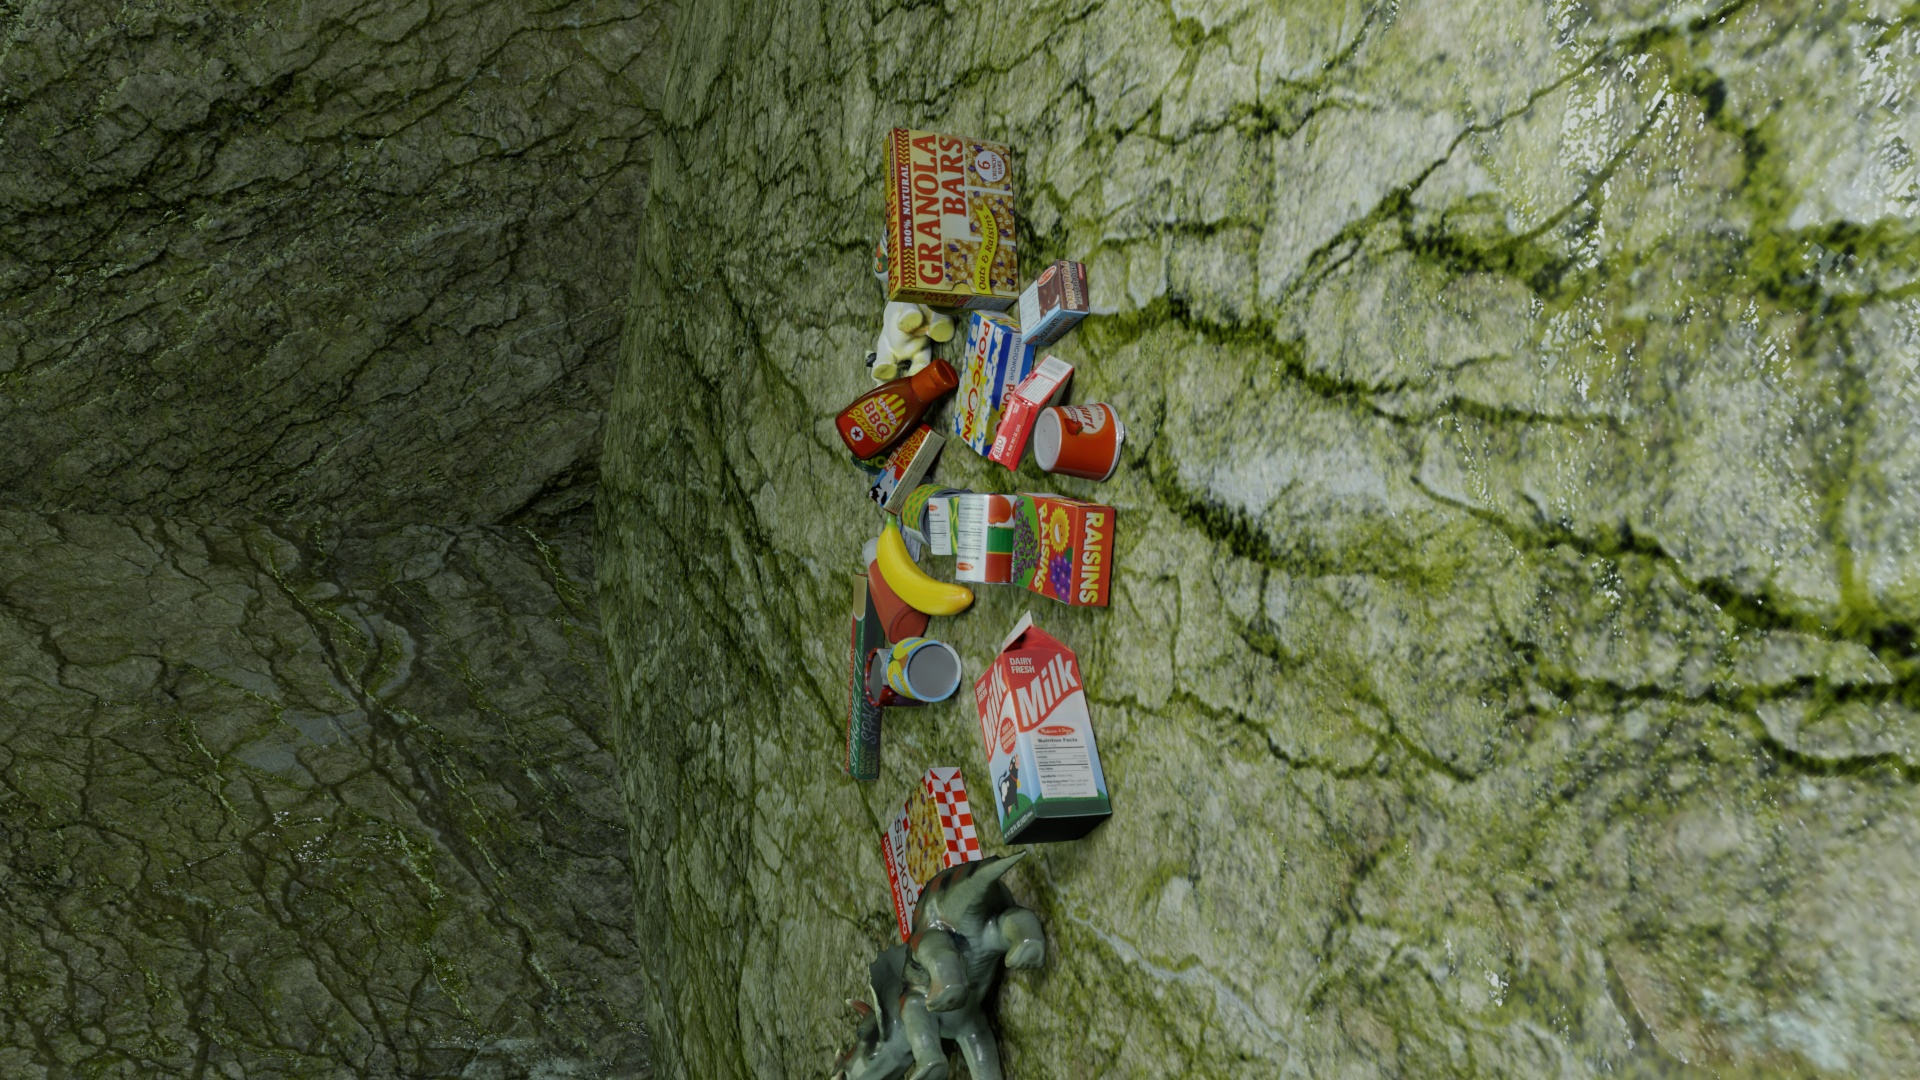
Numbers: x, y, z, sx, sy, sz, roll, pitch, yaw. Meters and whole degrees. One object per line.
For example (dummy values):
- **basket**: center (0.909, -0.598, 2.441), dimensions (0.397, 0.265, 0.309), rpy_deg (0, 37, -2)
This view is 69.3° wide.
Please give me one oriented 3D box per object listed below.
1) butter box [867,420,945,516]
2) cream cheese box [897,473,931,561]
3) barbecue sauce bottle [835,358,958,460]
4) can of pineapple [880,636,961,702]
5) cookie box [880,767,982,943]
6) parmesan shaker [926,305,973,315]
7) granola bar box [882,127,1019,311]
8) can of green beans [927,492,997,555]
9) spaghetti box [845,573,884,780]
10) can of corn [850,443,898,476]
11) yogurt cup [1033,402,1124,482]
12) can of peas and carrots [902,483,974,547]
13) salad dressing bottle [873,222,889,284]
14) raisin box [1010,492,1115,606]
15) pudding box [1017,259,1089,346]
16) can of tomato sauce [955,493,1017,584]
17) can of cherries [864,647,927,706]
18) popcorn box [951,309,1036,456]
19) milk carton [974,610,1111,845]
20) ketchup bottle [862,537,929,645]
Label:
- **butter box**: center (-0.059, -0.082, 1.531), dimensions (0.103, 0.024, 0.053), rpy_deg (-58, 31, 5)
- **cream cheese box**: center (-0.059, -0.032, 1.580), dimensions (0.053, 0.024, 0.103), rpy_deg (-140, 55, -60)
- **barbecue sauce bottle**: center (-0.067, -0.147, 1.513), dimensions (0.148, 0.044, 0.065), rpy_deg (-31, 92, 32)
- **can of pineapple**: center (-0.041, 0.137, 1.464), dimensions (0.058, 0.071, 0.071), rpy_deg (176, 95, -67)
- **cookie box**: center (-0.031, 0.334, 1.464), dimensions (0.166, 0.040, 0.123), rpy_deg (119, 145, -45)
- **parmesan shaker**: center (-0.015, -0.294, 1.434), dimensions (0.071, 0.071, 0.103), rpy_deg (123, 142, -51)
- **granola bar box**: center (-0.010, -0.312, 1.354), dimensions (0.039, 0.124, 0.166), rpy_deg (151, 118, -65)
- **can of green beans**: center (0.003, -0.017, 1.371), dimensions (0.071, 0.071, 0.057), rpy_deg (-175, 81, -67)
- **spaghetti box**: center (-0.115, 0.166, 1.691), dimensions (0.050, 0.029, 0.249), rpy_deg (-172, 85, -68)
- **can of corn**: center (-0.090, -0.113, 1.601), dimensions (0.071, 0.071, 0.058), rpy_deg (-126, 43, -55)
- **yogurt cup**: center (0.097, -0.084, 1.173), dimensions (0.072, 0.054, 0.072), rpy_deg (-178, 89, -68)
- **can of peas and carrots**: center (-0.019, -0.026, 1.433), dimensions (0.059, 0.071, 0.071), rpy_deg (-161, 74, -67)
- **salad dressing bottle**: center (-0.060, -0.362, 1.580), dimensions (0.064, 0.044, 0.146), rpy_deg (-112, 32, -41)
- **raisin box**: center (0.088, 0.006, 1.207), dimensions (0.123, 0.040, 0.086), rpy_deg (-162, 76, -68)
- **pudding box**: center (0.083, -0.212, 1.248), dimensions (0.083, 0.030, 0.050), rpy_deg (146, 124, -63)
- **can of tomato sauce**: center (0.031, -0.002, 1.311), dimensions (0.071, 0.071, 0.083), rpy_deg (-176, 89, -67)
- **can of cherries**: center (-0.070, 0.154, 1.546), dimensions (0.071, 0.058, 0.071), rpy_deg (-177, 89, -67)
- **popcorn box**: center (0.032, -0.153, 1.352), dimensions (0.085, 0.038, 0.126), rpy_deg (-134, 50, -59)
- **milk carton**: center (0.065, 0.160, 1.205), dimensions (0.072, 0.073, 0.191), rpy_deg (124, 141, -52)
- **ketchup bottle**: center (-0.079, 0.052, 1.593), dimensions (0.064, 0.043, 0.149), rpy_deg (-65, 31, 28)
